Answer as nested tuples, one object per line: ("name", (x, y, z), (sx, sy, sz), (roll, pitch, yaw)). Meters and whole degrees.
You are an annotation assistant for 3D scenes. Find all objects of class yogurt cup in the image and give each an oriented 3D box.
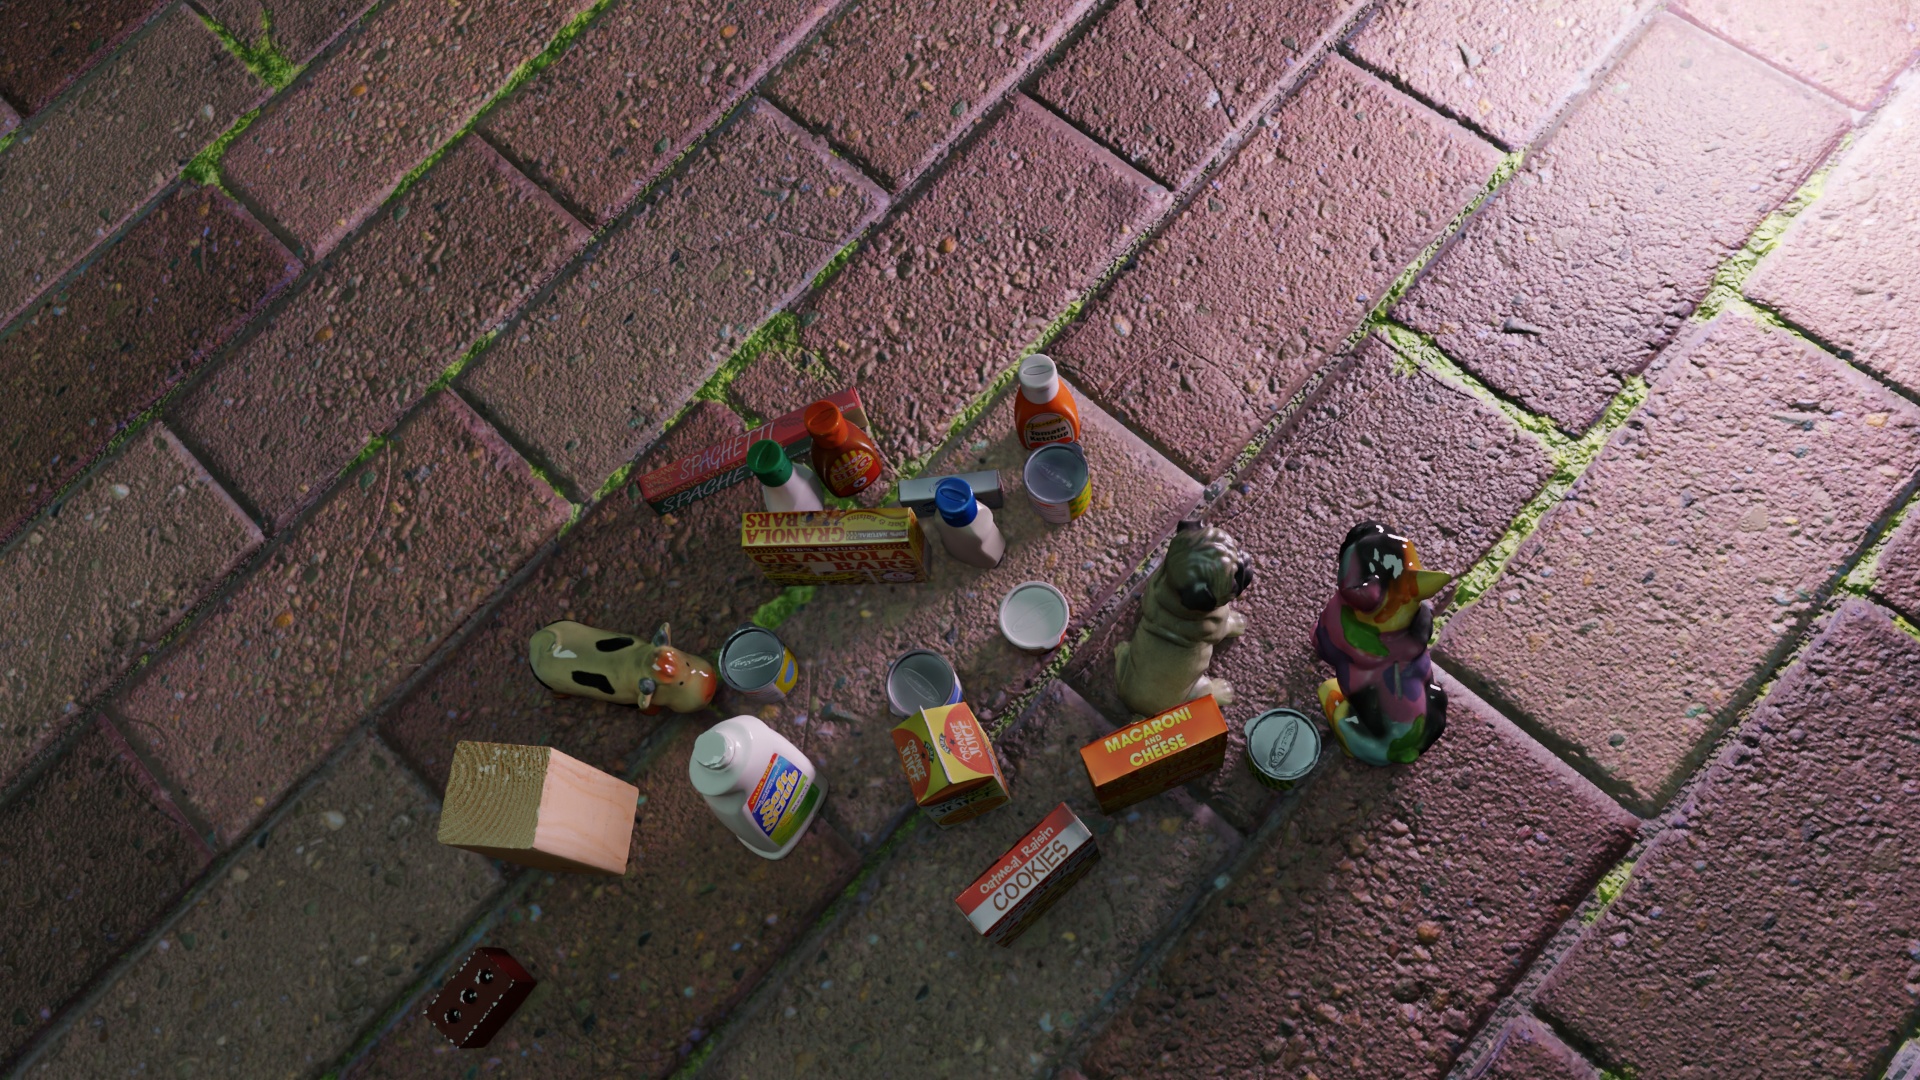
("yogurt cup", (0.073, 0.079, 1.354), (0.072, 0.053, 0.072), (-3, 69, 8))

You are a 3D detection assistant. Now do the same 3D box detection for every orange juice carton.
("orange juice carton", (-0.008, 0.201, 1.246), (0.073, 0.192, 0.072), (-22, 68, 0))

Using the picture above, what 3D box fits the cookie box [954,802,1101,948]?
("cookie box", (0.062, 0.295, 1.214), (0.123, 0.167, 0.040), (-41, 69, -7))

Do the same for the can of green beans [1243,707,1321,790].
("can of green beans", (0.295, 0.192, 1.276), (0.071, 0.057, 0.071), (-3, 69, 8))

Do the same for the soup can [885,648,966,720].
("soup can", (-0.034, 0.148, 1.329), (0.071, 0.083, 0.071), (-3, 69, 8))

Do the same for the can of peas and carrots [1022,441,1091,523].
("can of peas and carrots", (0.099, -0.059, 1.400), (0.071, 0.058, 0.071), (-3, 69, 8))

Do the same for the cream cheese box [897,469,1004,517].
("cream cheese box", (-0.009, -0.047, 1.415), (0.104, 0.053, 0.024), (-6, 69, 6))

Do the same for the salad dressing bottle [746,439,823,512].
("salad dressing bottle", (-0.176, -0.057, 1.393), (0.044, 0.147, 0.064), (20, 74, 15))

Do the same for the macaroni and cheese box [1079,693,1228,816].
("macaroni and cheese box", (0.172, 0.193, 1.236), (0.124, 0.166, 0.040), (-23, 68, 0))

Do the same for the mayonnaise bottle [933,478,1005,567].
("mayonnaise bottle", (0.005, -0.017, 1.350), (0.065, 0.147, 0.041), (19, 74, 15))

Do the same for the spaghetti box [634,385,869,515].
("spaghetti box", (-0.218, -0.094, 1.466), (0.250, 0.050, 0.029), (-24, 68, -1))

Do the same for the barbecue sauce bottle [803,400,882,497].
("barbecue sauce bottle", (-0.123, -0.094, 1.398), (0.065, 0.148, 0.044), (-32, 69, -4))

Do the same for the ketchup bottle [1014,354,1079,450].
("ketchup bottle", (0.082, -0.137, 1.384), (0.065, 0.148, 0.043), (-8, 69, 6))

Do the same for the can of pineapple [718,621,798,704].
("can of pineapple", (-0.199, 0.123, 1.377), (0.071, 0.057, 0.071), (-3, 69, 8))

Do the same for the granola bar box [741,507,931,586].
("granola bar box", (-0.120, 0.009, 1.372), (0.165, 0.124, 0.039), (-2, 70, 8))
